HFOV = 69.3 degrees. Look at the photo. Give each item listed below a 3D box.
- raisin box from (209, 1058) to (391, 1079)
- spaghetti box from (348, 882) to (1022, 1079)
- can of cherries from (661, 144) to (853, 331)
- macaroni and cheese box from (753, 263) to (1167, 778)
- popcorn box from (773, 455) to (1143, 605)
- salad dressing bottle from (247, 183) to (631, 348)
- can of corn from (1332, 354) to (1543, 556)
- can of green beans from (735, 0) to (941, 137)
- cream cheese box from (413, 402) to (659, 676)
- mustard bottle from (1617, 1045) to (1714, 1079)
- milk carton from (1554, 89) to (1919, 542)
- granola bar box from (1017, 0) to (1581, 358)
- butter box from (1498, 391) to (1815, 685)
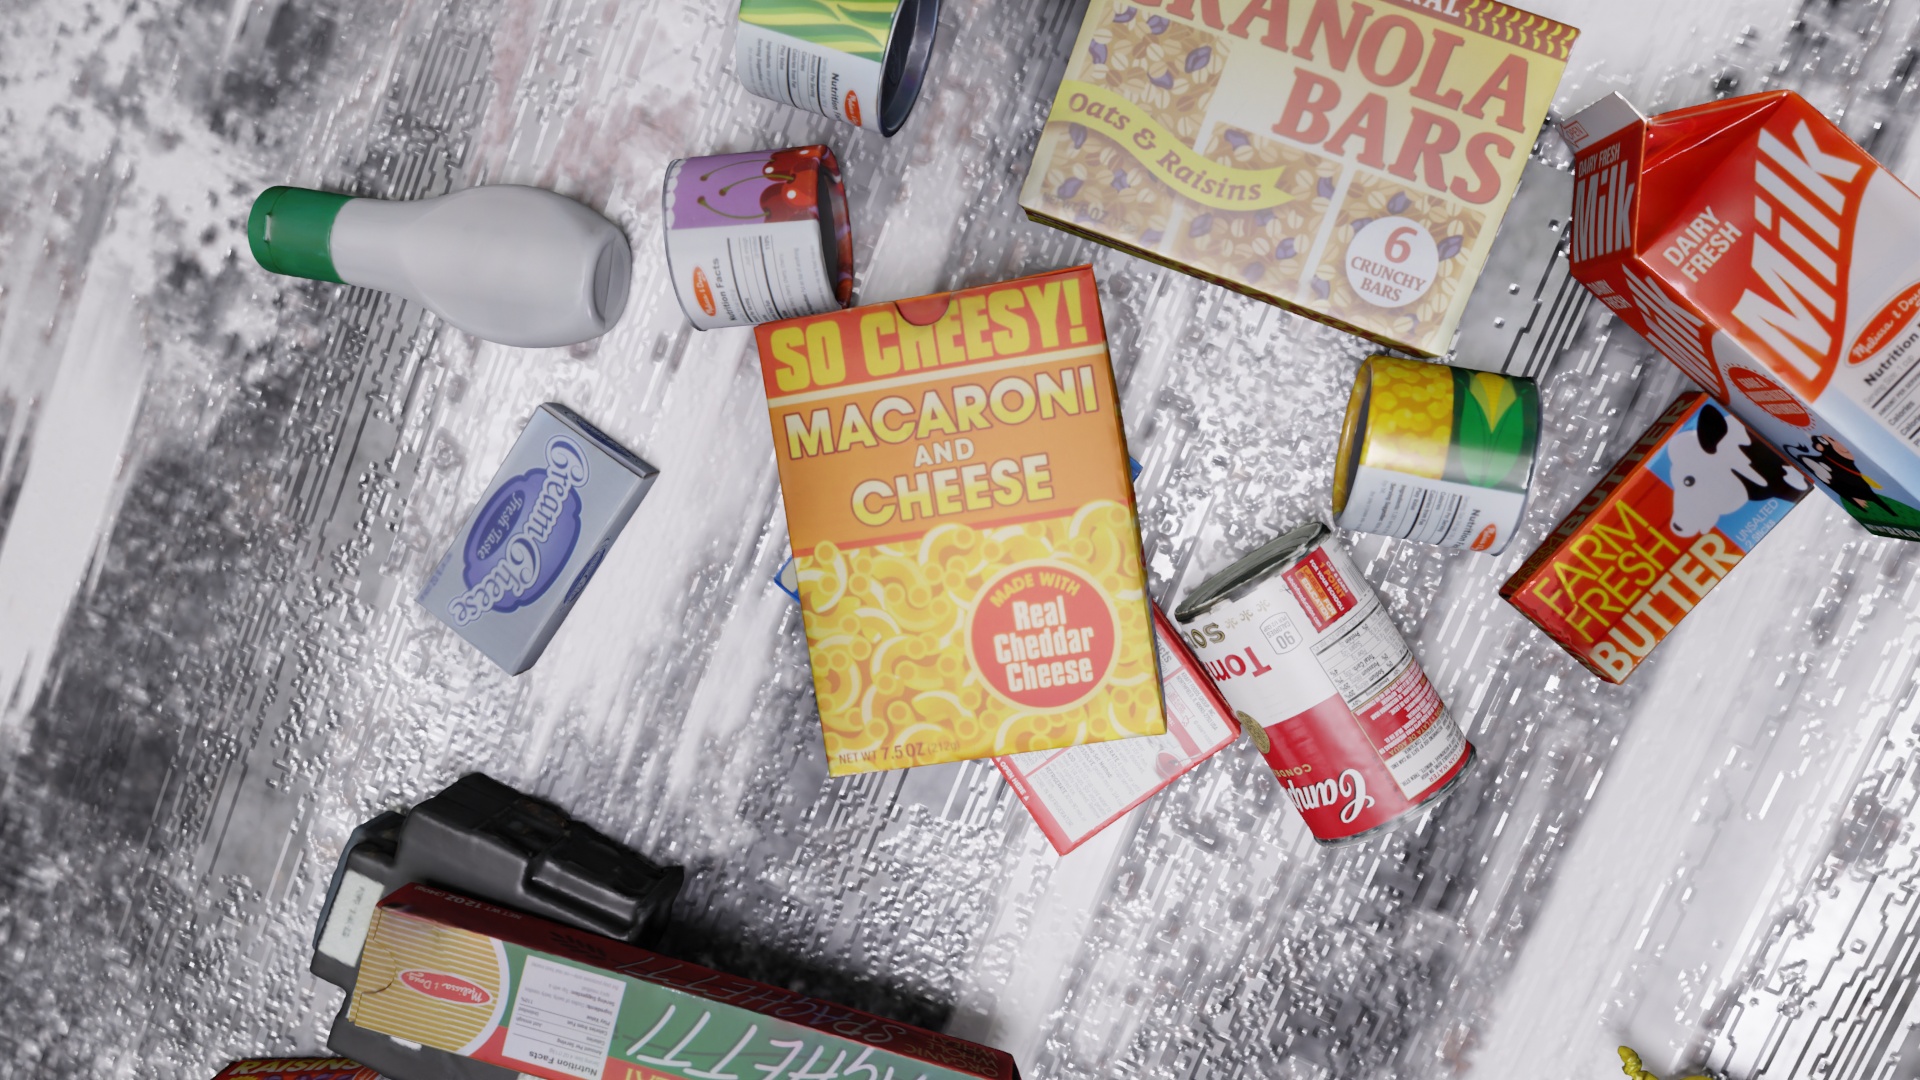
[{"bbox_3d":[-0.264,0.271,0.602,0.123,0.040,0.086,-4,95,7],"label":"raisin box"},{"bbox_3d":[-0.102,0.190,0.526,0.250,0.029,0.050,16,96,0],"label":"spaghetti box"},{"bbox_3d":[-0.075,-0.118,0.532,0.058,0.071,0.071,-5,94,8],"label":"can of cherries"},{"bbox_3d":[0.002,-0.006,0.503,0.124,0.040,0.166,-9,93,8],"label":"macaroni and cheese box"},{"bbox_3d":[-0.001,-0.007,0.544,0.085,0.038,0.126,40,99,4],"label":"popcorn box"},{"bbox_3d":[-0.210,-0.116,0.561,0.148,0.044,0.064,10,98,8],"label":"salad dressing bottle"},{"bbox_3d":[0.172,-0.034,0.507,0.058,0.071,0.071,10,96,7],"label":"can of corn"},{"bbox_3d":[-0.045,-0.192,0.521,0.058,0.071,0.071,19,97,6],"label":"can of green beans"},{"bbox_3d":[-0.175,-0.001,0.575,0.053,0.024,0.103,36,98,3],"label":"cream cheese box"},{"bbox_3d":[0.304,0.251,0.519,0.160,0.049,0.065,44,97,2],"label":"mustard bottle"},{"bbox_3d":[0.288,-0.087,0.483,0.190,0.072,0.073,41,99,1],"label":"milk carton"},{"bbox_3d":[0.121,-0.153,0.516,0.166,0.039,0.124,21,98,6],"label":"granola bar box"},{"bbox_3d":[0.257,-0.001,0.517,0.053,0.024,0.103,41,99,2],"label":"butter box"}]
